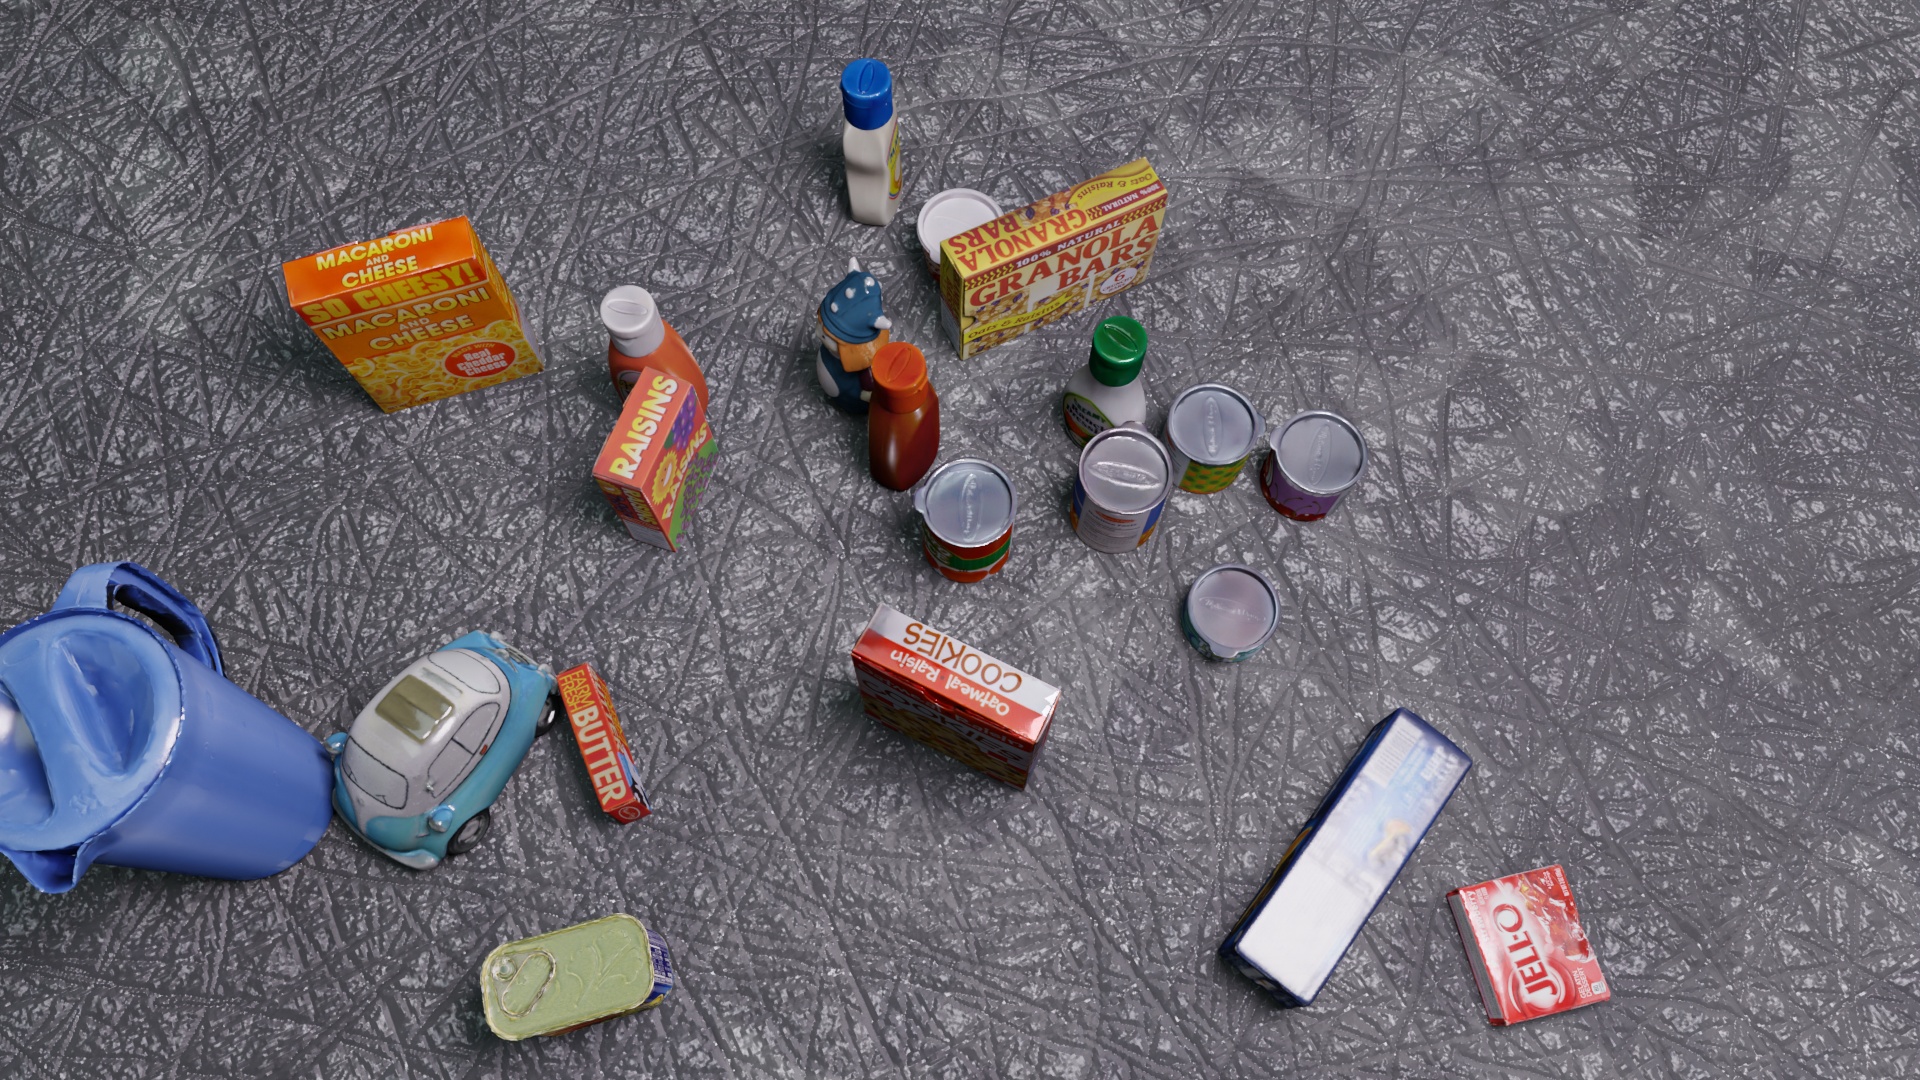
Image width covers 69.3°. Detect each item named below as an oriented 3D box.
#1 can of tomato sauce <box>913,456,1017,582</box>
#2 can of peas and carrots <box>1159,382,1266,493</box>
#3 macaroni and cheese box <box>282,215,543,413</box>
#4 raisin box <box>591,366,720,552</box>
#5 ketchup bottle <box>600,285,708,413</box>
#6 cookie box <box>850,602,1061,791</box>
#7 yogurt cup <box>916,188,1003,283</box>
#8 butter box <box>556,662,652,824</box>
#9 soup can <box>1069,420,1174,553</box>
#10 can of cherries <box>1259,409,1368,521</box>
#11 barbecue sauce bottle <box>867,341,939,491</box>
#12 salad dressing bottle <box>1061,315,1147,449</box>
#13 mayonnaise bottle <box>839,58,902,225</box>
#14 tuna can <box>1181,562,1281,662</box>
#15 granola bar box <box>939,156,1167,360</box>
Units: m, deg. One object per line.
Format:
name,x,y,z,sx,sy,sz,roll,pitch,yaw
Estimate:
can of tomato sauce,0.004,-0.012,0.983,0.071,0.082,0.071,0,70,0
can of peas and carrots,0.184,-0.075,1.022,0.071,0.058,0.071,0,70,-1
macaroni and cheese box,-0.383,-0.157,0.989,0.124,0.166,0.040,-17,71,-7
raisin box,-0.211,-0.055,0.975,0.040,0.123,0.086,20,71,7
ketchup bottle,-0.222,-0.130,0.990,0.065,0.148,0.044,9,70,3
cookie box,-0.004,0.106,0.894,0.123,0.167,0.040,25,72,8
yogurt cup,0.001,-0.231,1.081,0.072,0.053,0.072,0,70,-1
butter box,-0.241,0.138,0.940,0.024,0.053,0.104,-23,71,-8
soup can,0.115,-0.037,0.993,0.071,0.083,0.071,0,70,0
can of cherries,0.255,-0.055,1.015,0.071,0.058,0.072,0,70,-1
barbecue sauce bottle,-0.040,-0.089,0.977,0.044,0.148,0.065,28,72,9
salad dressing bottle,0.105,-0.109,0.987,0.064,0.147,0.044,40,74,13
mayonnaise bottle,-0.067,-0.304,1.057,0.041,0.147,0.065,10,70,3
tuna can,0.191,0.054,0.987,0.071,0.032,0.071,0,70,-1
granola bar box,0.067,-0.207,1.035,0.166,0.123,0.039,-25,72,-9
